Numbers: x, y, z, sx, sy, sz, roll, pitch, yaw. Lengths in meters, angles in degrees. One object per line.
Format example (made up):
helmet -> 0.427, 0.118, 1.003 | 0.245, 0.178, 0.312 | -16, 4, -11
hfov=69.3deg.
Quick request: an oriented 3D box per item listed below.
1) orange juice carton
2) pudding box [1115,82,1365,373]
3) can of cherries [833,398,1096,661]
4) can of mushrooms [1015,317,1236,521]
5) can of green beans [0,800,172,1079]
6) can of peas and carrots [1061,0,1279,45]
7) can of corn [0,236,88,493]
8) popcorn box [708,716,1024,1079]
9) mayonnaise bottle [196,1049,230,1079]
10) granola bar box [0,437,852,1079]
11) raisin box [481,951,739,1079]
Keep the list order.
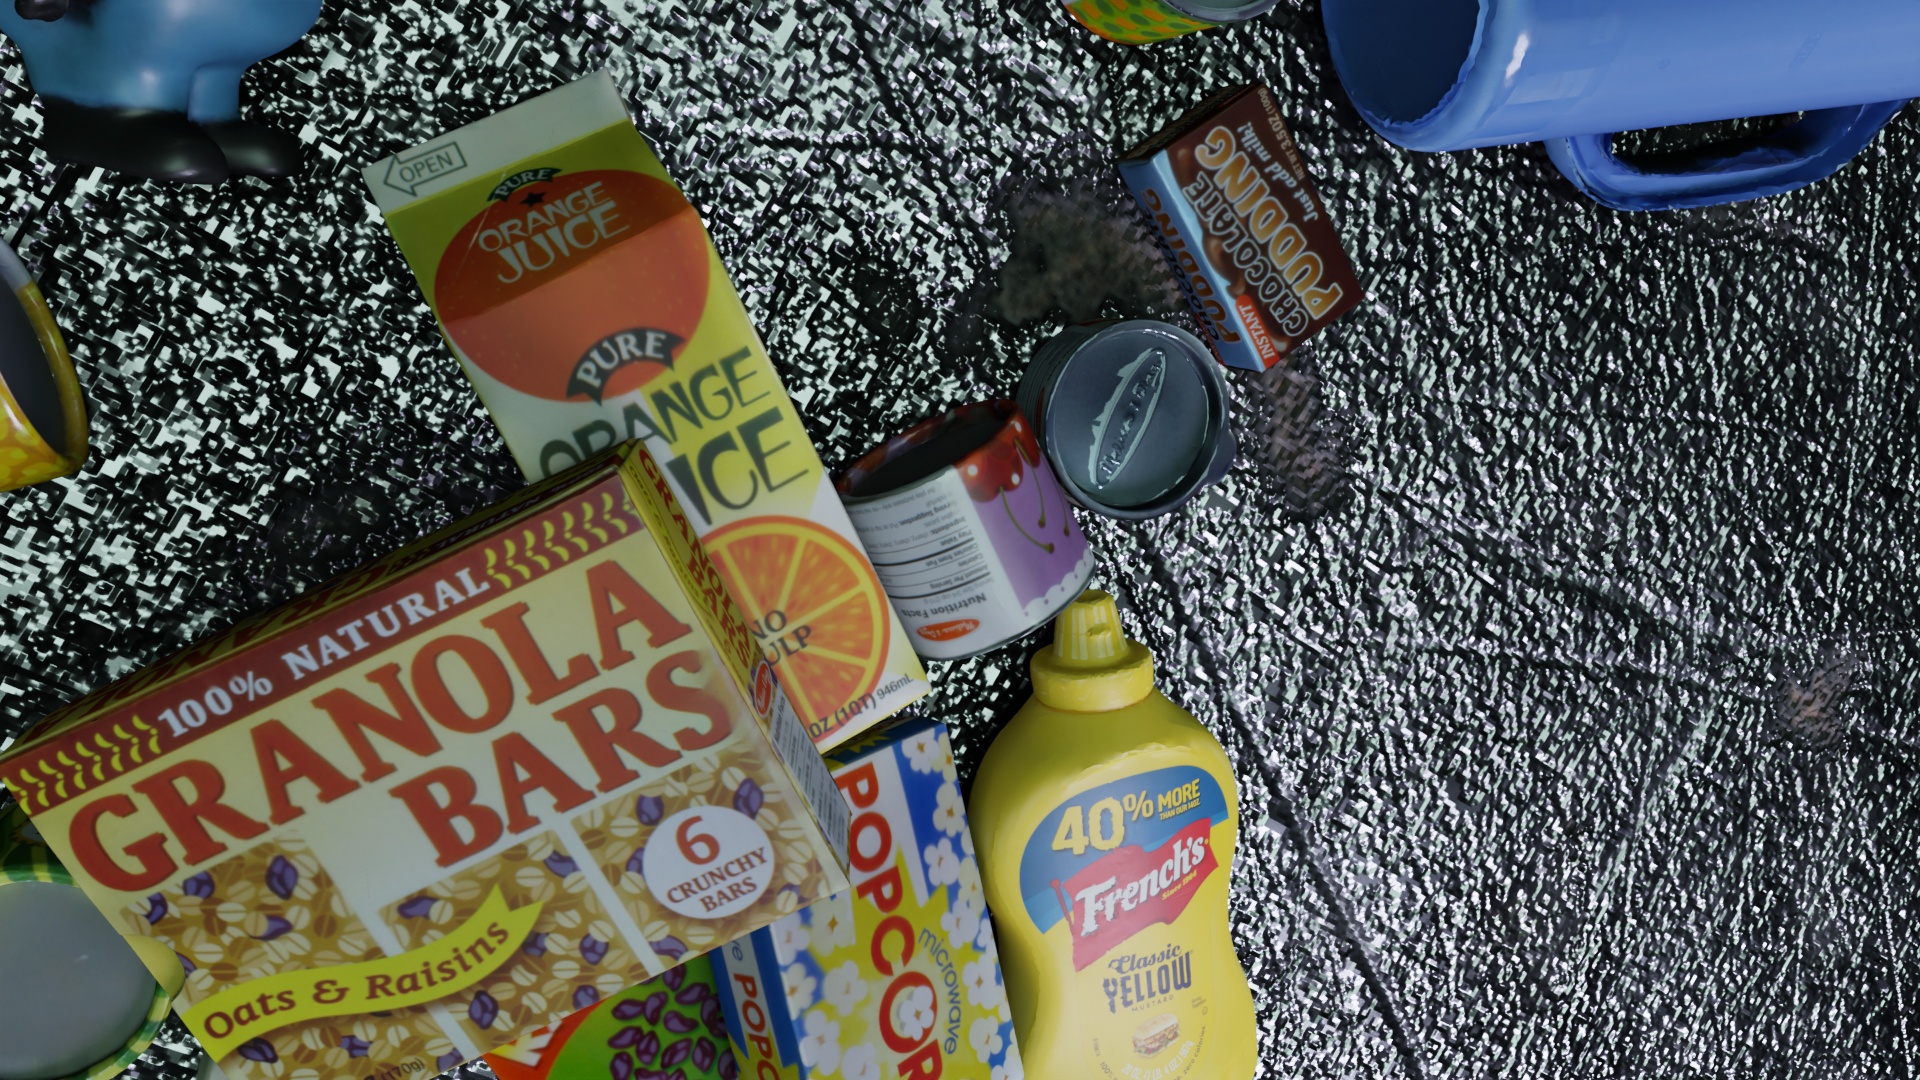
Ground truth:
orange juice carton -> -0.086, -0.029, 0.394 | 0.072, 0.073, 0.192 | -29, 108, -11
pudding box -> 0.094, -0.104, 0.467 | 0.050, 0.030, 0.083 | -35, 110, -9
can of cherries -> 0.002, -0.005, 0.437 | 0.071, 0.071, 0.058 | -31, 109, -11
can of mushrooms -> 0.055, -0.040, 0.464 | 0.071, 0.033, 0.071 | -4, 101, -19
can of green beans -> -0.242, 0.107, 0.374 | 0.071, 0.058, 0.071 | -4, 102, -19
can of peas and carrots -> 0.068, -0.189, 0.426 | 0.071, 0.059, 0.070 | -4, 103, -19
can of corn -> -0.256, -0.037, 0.336 | 0.058, 0.071, 0.071 | -18, 106, -16
popcorn box -> -0.032, 0.128, 0.435 | 0.085, 0.038, 0.126 | -17, 96, -46
mayonnaise bottle -> -0.194, 0.167, 0.412 | 0.065, 0.041, 0.147 | -5, 102, -19
granola bar box -> -0.128, 0.065, 0.352 | 0.165, 0.039, 0.124 | -25, 108, 2
raisin box -> -0.113, 0.127, 0.434 | 0.086, 0.040, 0.123 | -33, 111, -11
